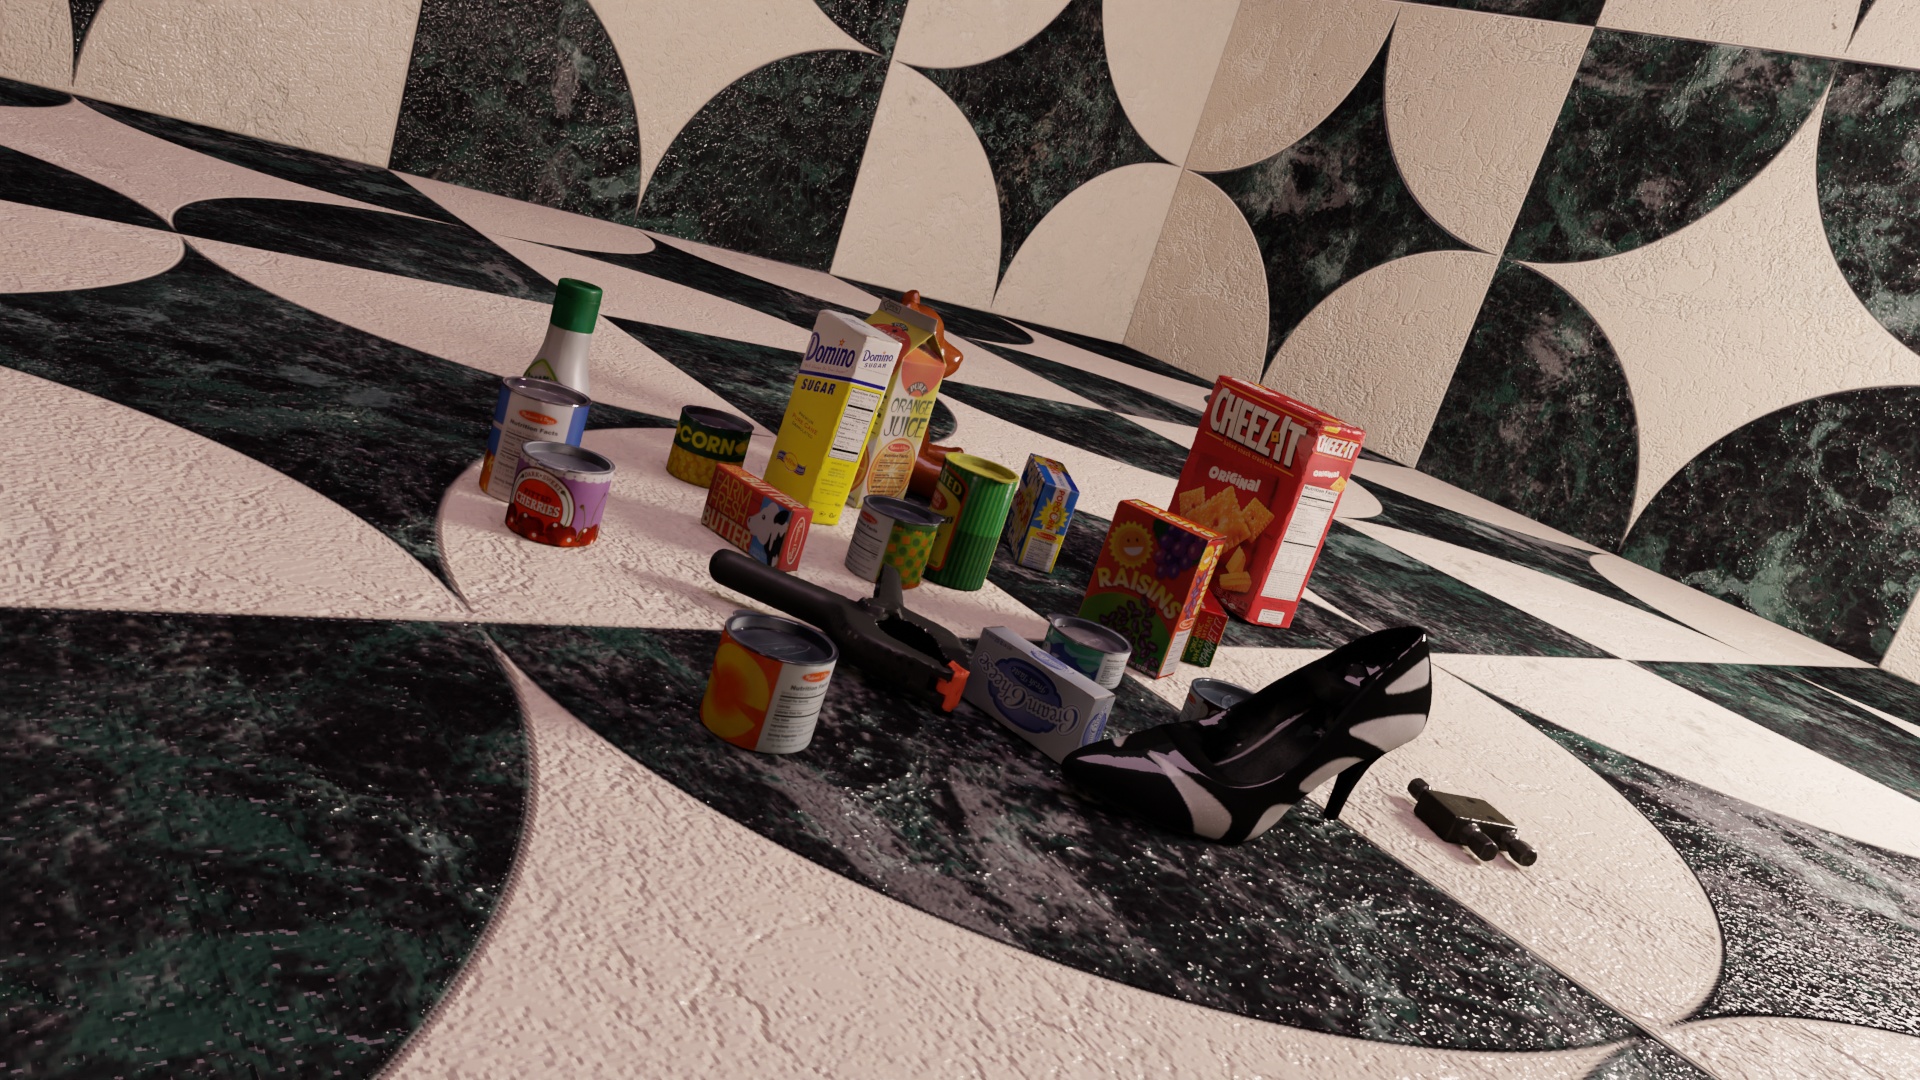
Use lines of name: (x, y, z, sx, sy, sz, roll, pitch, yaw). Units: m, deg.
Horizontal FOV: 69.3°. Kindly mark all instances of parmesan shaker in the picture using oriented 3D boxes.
parmesan shaker: (0.004, -0.015, 1.181, 0.071, 0.102, 0.071, 17, 14, -4)

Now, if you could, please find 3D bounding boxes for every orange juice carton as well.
orange juice carton: (-0.076, -0.132, 1.337, 0.072, 0.192, 0.073, 27, 16, 31)

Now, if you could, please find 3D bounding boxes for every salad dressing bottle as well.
salad dressing bottle: (-0.334, -0.144, 1.160, 0.064, 0.147, 0.044, 25, 15, 25)

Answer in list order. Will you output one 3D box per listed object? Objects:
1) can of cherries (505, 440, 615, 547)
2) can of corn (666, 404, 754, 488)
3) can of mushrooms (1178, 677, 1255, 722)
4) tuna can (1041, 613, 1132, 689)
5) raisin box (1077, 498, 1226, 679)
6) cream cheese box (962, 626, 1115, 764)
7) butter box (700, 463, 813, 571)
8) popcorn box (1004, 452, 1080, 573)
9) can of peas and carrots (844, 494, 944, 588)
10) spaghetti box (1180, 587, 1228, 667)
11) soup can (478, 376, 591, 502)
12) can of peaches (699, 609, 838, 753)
can of cherries: (-0.286, -0.033, 0.987, 0.071, 0.058, 0.072, 17, 14, -4)
can of corn: (-0.225, -0.082, 1.243, 0.071, 0.058, 0.071, 17, 14, -4)
can of mushrooms: (0.198, 0.130, 1.019, 0.071, 0.033, 0.071, 17, 14, -4)
tuna can: (0.093, 0.084, 1.062, 0.071, 0.032, 0.071, 17, 14, -4)
raisin box: (0.151, 0.038, 1.123, 0.086, 0.123, 0.040, 26, 16, 29)
cream cheese box: (0.049, 0.102, 0.906, 0.104, 0.053, 0.024, 30, 18, 38)
butter box: (-0.162, -0.019, 1.095, 0.103, 0.053, 0.024, 30, 18, 38)
popcorn box: (0.078, -0.028, 1.354, 0.038, 0.085, 0.127, 16, 14, -8)
can of peas and carrots: (-0.054, 0.001, 1.140, 0.071, 0.058, 0.071, 17, 14, -4)
spaghetti box: (0.200, 0.049, 1.287, 0.029, 0.050, 0.251, 16, 15, -7)
soup can: (-0.321, -0.075, 1.049, 0.071, 0.083, 0.071, 17, 14, -4)
can of peaches: (-0.110, 0.080, 0.787, 0.071, 0.058, 0.071, 17, 14, -4)
